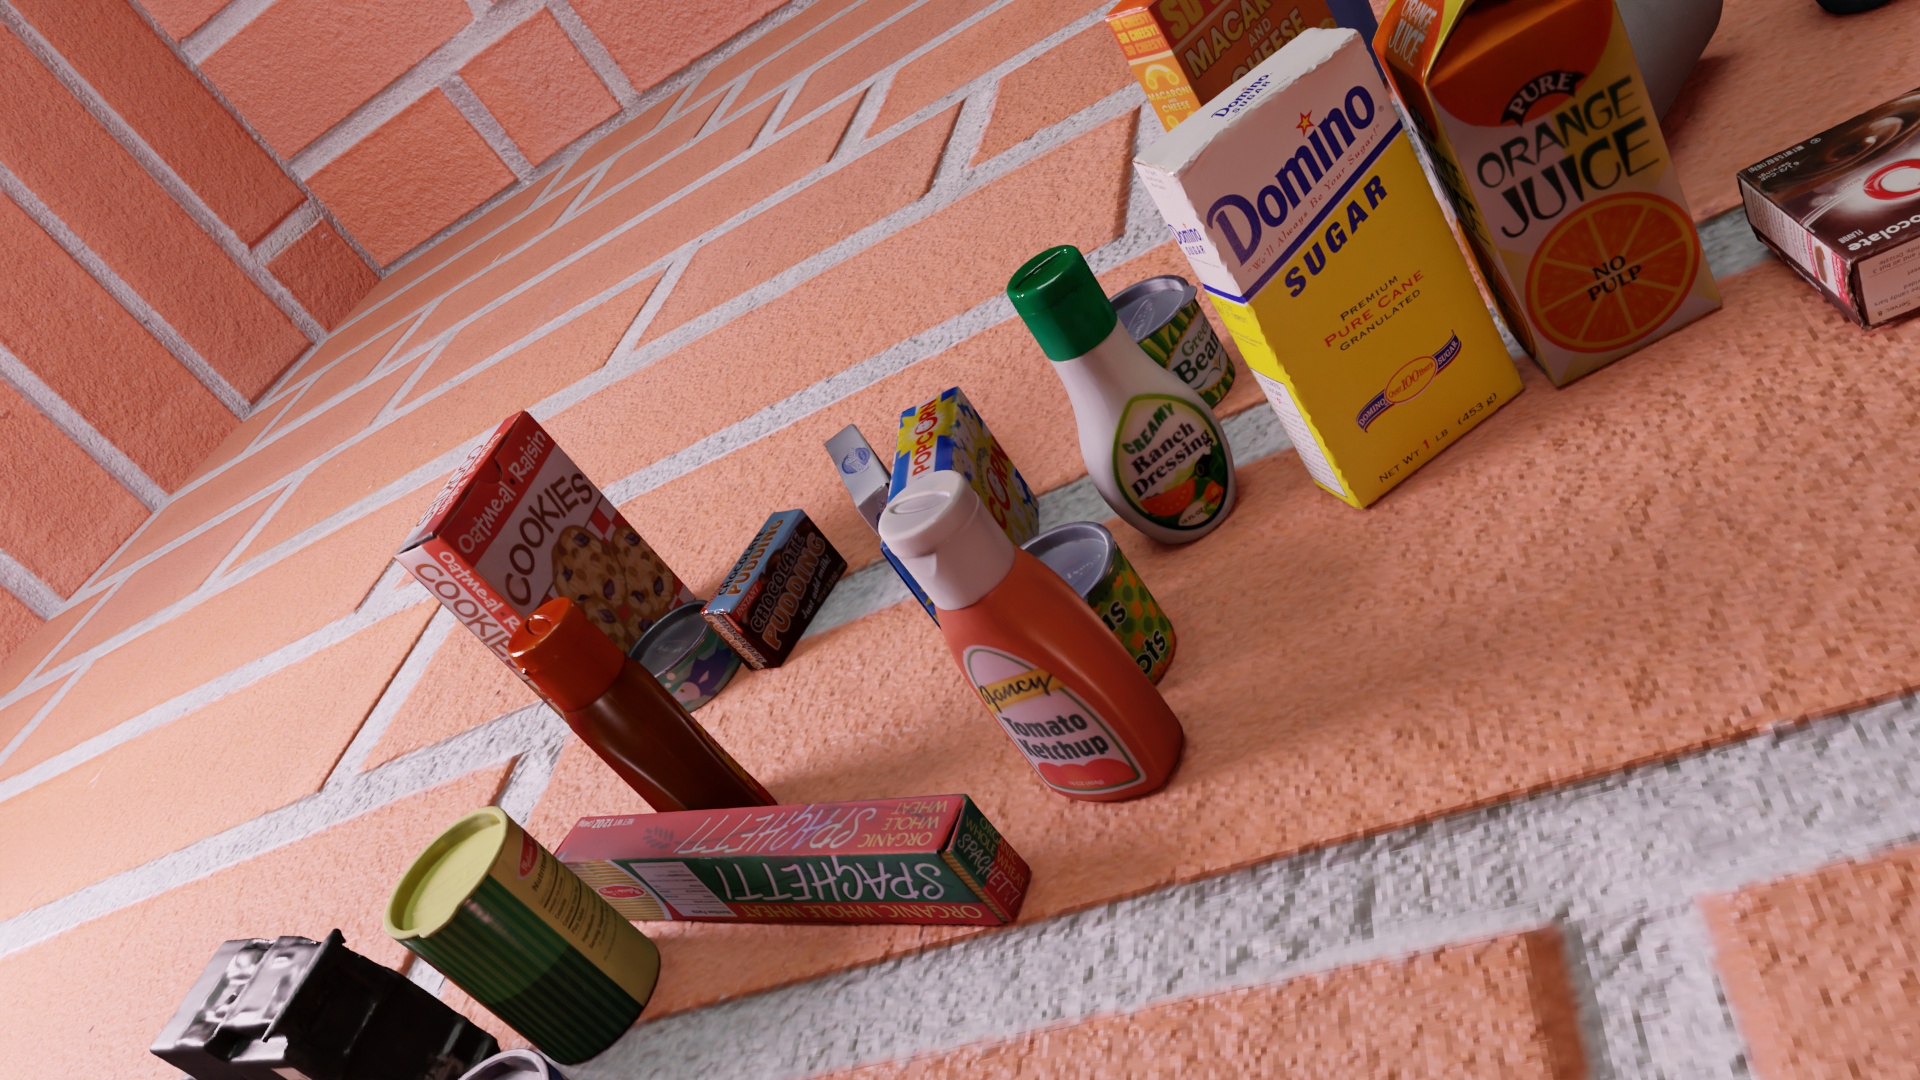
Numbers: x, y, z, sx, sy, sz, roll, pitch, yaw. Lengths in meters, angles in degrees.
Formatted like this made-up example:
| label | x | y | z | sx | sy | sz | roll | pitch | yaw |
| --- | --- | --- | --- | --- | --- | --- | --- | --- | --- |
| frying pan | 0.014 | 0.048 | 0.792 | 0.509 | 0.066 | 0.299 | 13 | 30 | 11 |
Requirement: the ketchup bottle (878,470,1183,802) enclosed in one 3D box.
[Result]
| label | x | y | z | sx | sy | sz | roll | pitch | yaw |
| --- | --- | --- | --- | --- | --- | --- | --- | --- | --- |
| ketchup bottle | 0.025 | 0.038 | 0.527 | 0.064 | 0.148 | 0.044 | -11 | 37 | 40 |

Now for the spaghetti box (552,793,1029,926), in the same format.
| label | x | y | z | sx | sy | sz | roll | pitch | yaw |
| --- | --- | --- | --- | --- | --- | --- | --- | --- | --- |
| spaghetti box | -0.082 | 0.140 | 0.598 | 0.249 | 0.050 | 0.029 | -12 | 37 | 38 |

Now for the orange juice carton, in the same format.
| label | x | y | z | sx | sy | sz | roll | pitch | yaw |
| --- | --- | --- | --- | --- | --- | --- | --- | --- | --- |
| orange juice carton | 0.228 | -0.164 | 0.557 | 0.073 | 0.192 | 0.072 | -29 | 29 | 16 |

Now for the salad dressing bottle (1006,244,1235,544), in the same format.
| label | x | y | z | sx | sy | sz | roll | pitch | yaw |
| --- | --- | --- | --- | --- | --- | --- | --- | --- | --- |
| salad dressing bottle | 0.073 | -0.064 | 0.629 | 0.064 | 0.147 | 0.044 | -38 | 28 | -2 |

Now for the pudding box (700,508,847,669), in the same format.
| label | x | y | z | sx | sy | sz | roll | pitch | yaw |
| --- | --- | --- | --- | --- | --- | --- | --- | --- | --- |
| pudding box | -0.106 | 0.027 | 0.796 | 0.030 | 0.049 | 0.084 | -8 | 39 | 42 |

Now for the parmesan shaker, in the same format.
| label | x | y | z | sx | sy | sz | roll | pitch | yaw |
| --- | --- | --- | --- | --- | --- | --- | --- | --- | --- |
| parmesan shaker | -0.190 | 0.176 | 0.609 | 0.071 | 0.103 | 0.072 | -28 | 29 | 17 |

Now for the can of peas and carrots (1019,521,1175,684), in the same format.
| label | x | y | z | sx | sy | sz | roll | pitch | yaw |
| --- | --- | --- | --- | --- | --- | --- | --- | --- | --- |
| can of peas and carrots | 0.052 | 0.036 | 0.596 | 0.071 | 0.058 | 0.071 | -28 | 29 | 17 |

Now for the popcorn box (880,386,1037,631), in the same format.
| label | x | y | z | sx | sy | sz | roll | pitch | yaw |
| --- | --- | --- | --- | --- | --- | --- | --- | --- | --- |
| popcorn box | 0.002 | -0.009 | 0.690 | 0.038 | 0.085 | 0.127 | -26 | 30 | 19 |

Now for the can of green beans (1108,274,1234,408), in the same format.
| label | x | y | z | sx | sy | sz | roll | pitch | yaw |
| --- | --- | --- | --- | --- | --- | --- | --- | --- | --- |
| can of green beans | 0.105 | -0.099 | 0.740 | 0.071 | 0.057 | 0.071 | -28 | 29 | 17 |

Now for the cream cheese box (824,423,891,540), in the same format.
| label | x | y | z | sx | sy | sz | roll | pitch | yaw |
| --- | --- | --- | --- | --- | --- | --- | --- | --- | --- |
| cream cheese box | -0.047 | -0.027 | 0.807 | 0.024 | 0.053 | 0.104 | -36 | 28 | 1 |

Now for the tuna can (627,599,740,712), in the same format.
| label | x | y | z | sx | sy | sz | roll | pitch | yaw |
| --- | --- | --- | --- | --- | --- | --- | --- | --- | --- |
| tuna can | -0.163 | 0.071 | 0.812 | 0.071 | 0.032 | 0.071 | -27 | 29 | 17 |

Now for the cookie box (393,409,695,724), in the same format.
| label | x | y | z | sx | sy | sz | roll | pitch | yaw |
| --- | --- | --- | --- | --- | --- | --- | --- | --- | --- |
| cookie box | -0.239 | 0.022 | 0.829 | 0.040 | 0.167 | 0.123 | -22 | 31 | 26 |

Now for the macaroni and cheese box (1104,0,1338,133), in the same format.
| label | x | y | z | sx | sy | sz | roll | pitch | yaw |
| --- | --- | --- | --- | --- | --- | --- | --- | --- | --- |
| macaroni and cheese box | 0.171 | -0.269 | 0.807 | 0.124 | 0.166 | 0.040 | -49 | 30 | -21 |

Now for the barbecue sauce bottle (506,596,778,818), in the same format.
| label | x | y | z | sx | sy | sz | roll | pitch | yaw |
| --- | --- | --- | --- | --- | --- | --- | --- | --- | --- |
| barbecue sauce bottle | -0.146 | 0.089 | 0.642 | 0.044 | 0.148 | 0.065 | -47 | 29 | -19 |

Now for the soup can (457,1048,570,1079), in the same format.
| label | x | y | z | sx | sy | sz | roll | pitch | yaw |
| --- | --- | --- | --- | --- | --- | --- | --- | --- | --- |
| soup can | -0.143 | 0.232 | 0.493 | 0.071 | 0.083 | 0.072 | -28 | 29 | 17 |
